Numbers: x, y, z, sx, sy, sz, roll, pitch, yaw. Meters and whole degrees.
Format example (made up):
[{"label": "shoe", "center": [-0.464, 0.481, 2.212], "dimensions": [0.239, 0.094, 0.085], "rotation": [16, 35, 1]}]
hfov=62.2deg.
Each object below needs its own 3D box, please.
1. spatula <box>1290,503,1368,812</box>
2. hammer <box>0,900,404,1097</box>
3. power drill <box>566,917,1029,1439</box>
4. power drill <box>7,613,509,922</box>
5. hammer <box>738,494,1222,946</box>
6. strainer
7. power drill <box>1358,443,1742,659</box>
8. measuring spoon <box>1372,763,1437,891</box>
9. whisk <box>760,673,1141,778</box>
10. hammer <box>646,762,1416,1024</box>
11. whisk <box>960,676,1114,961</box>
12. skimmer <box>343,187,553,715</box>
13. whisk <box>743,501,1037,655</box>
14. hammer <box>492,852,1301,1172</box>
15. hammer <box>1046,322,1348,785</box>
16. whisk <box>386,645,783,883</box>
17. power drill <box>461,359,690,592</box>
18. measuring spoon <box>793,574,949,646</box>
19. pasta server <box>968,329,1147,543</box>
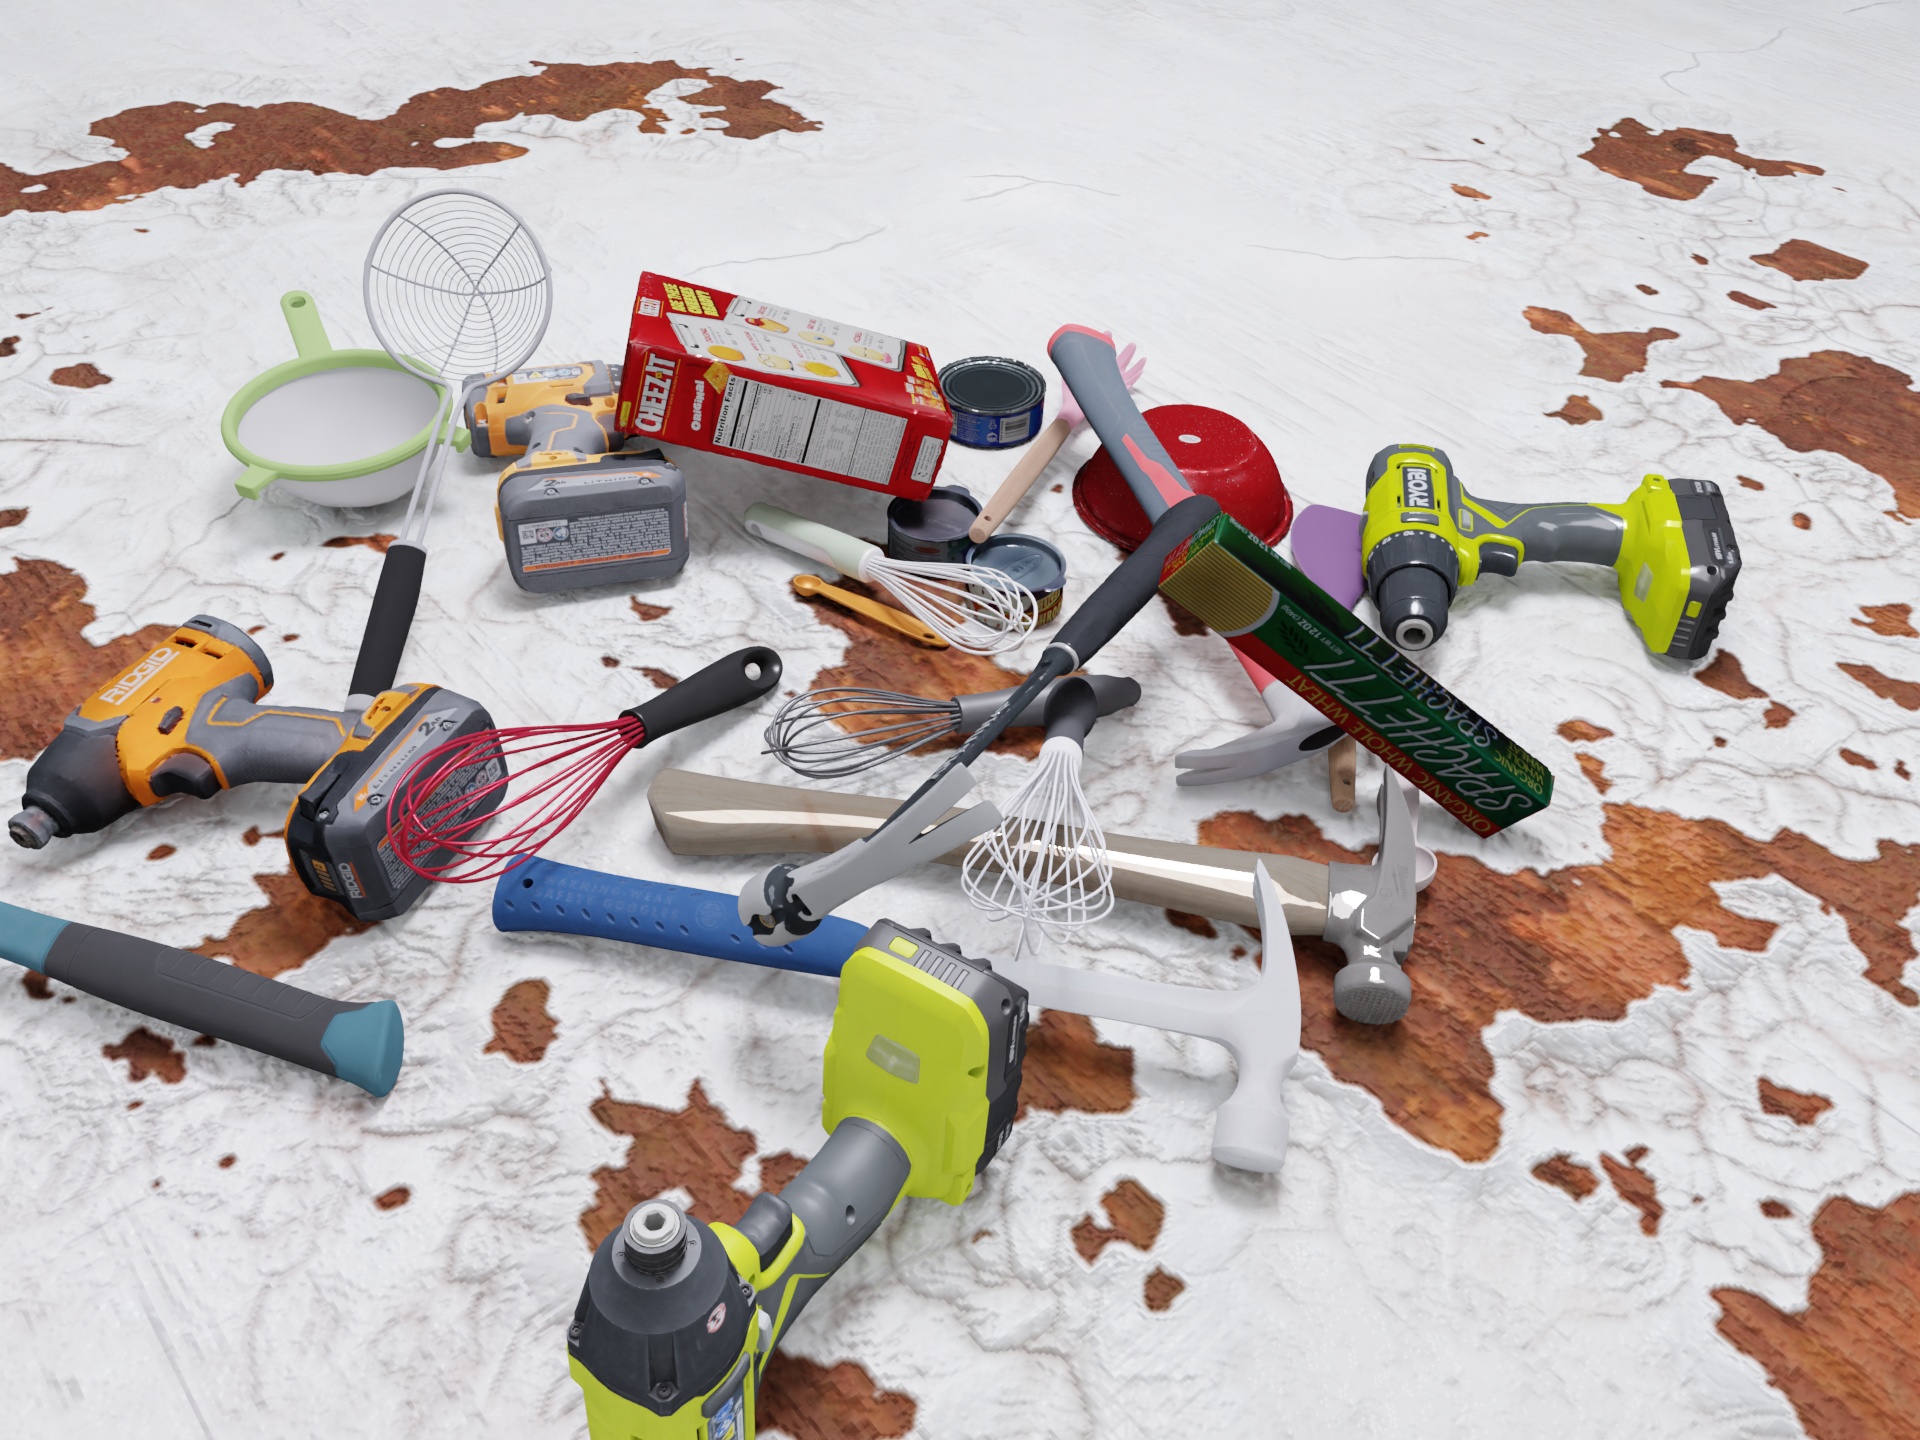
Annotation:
[{"label": "spatula", "center": [0.242, -0.052, 1.024], "dimensions": [0.060, 0.018, 0.316], "rotation": [13, 41, 0]}, {"label": "hammer", "center": [-0.420, 0.113, 0.767], "dimensions": [0.331, 0.033, 0.128], "rotation": [16, 63, 7]}, {"label": "power drill", "center": [-0.062, 0.187, 0.625], "dimensions": [0.080, 0.171, 0.223], "rotation": [23, 42, 21]}, {"label": "power drill", "center": [-0.380, 0.030, 0.851], "dimensions": [0.226, 0.084, 0.164], "rotation": [14, 44, 18]}, {"label": "hammer", "center": [0.047, -0.028, 0.834], "dimensions": [0.036, 0.149, 0.409], "rotation": [53, 44, -8]}, {"label": "strainer", "center": [-0.447, -0.223, 1.135], "dimensions": [0.151, 0.069, 0.257], "rotation": [-18, 46, -19]}, {"label": "power drill", "center": [0.380, -0.104, 1.050], "dimensions": [0.228, 0.080, 0.191], "rotation": [7, 41, 8]}, {"label": "measuring spoon", "center": [0.252, 0.059, 0.906], "dimensions": [0.034, 0.018, 0.124], "rotation": [-4, 33, 16]}, {"label": "whisk", "center": [-0.002, -0.002, 0.937], "dimensions": [0.239, 0.055, 0.055], "rotation": [-8, 42, -19]}, {"label": "hammer", "center": [0.035, 0.062, 0.858], "dimensions": [0.410, 0.038, 0.146], "rotation": [8, 51, 8]}, {"label": "whisk", "center": [0.047, 0.034, 0.795], "dimensions": [0.070, 0.070, 0.285], "rotation": [8, 22, 5]}, {"label": "skimmer", "center": [-0.341, -0.173, 0.994], "dimensions": [0.127, 0.090, 0.364], "rotation": [3, 60, 1]}, {"label": "whisk", "center": [-0.052, -0.098, 1.033], "dimensions": [0.246, 0.057, 0.059], "rotation": [25, 66, 32]}, {"label": "hammer", "center": [-0.035, 0.112, 0.788], "dimensions": [0.405, 0.035, 0.144], "rotation": [9, 64, 11]}, {"label": "hammer", "center": [0.128, -0.125, 1.029], "dimensions": [0.143, 0.038, 0.387], "rotation": [-21, 54, -7]}, {"label": "whisk", "center": [-0.192, 0.012, 0.868], "dimensions": [0.073, 0.073, 0.296], "rotation": [25, 31, 23]}, {"label": "power drill", "center": [-0.242, -0.184, 1.103], "dimensions": [0.185, 0.084, 0.226], "rotation": [-9, 39, -16]}, {"label": "measuring spoon", "center": [-0.059, -0.069, 1.033], "dimensions": [0.117, 0.011, 0.021], "rotation": [24, 32, 18]}, {"label": "pasta server", "center": [0.068, -0.209, 1.155], "dimensions": [0.060, 0.040, 0.316], "rotation": [28, 39, 5]}]
